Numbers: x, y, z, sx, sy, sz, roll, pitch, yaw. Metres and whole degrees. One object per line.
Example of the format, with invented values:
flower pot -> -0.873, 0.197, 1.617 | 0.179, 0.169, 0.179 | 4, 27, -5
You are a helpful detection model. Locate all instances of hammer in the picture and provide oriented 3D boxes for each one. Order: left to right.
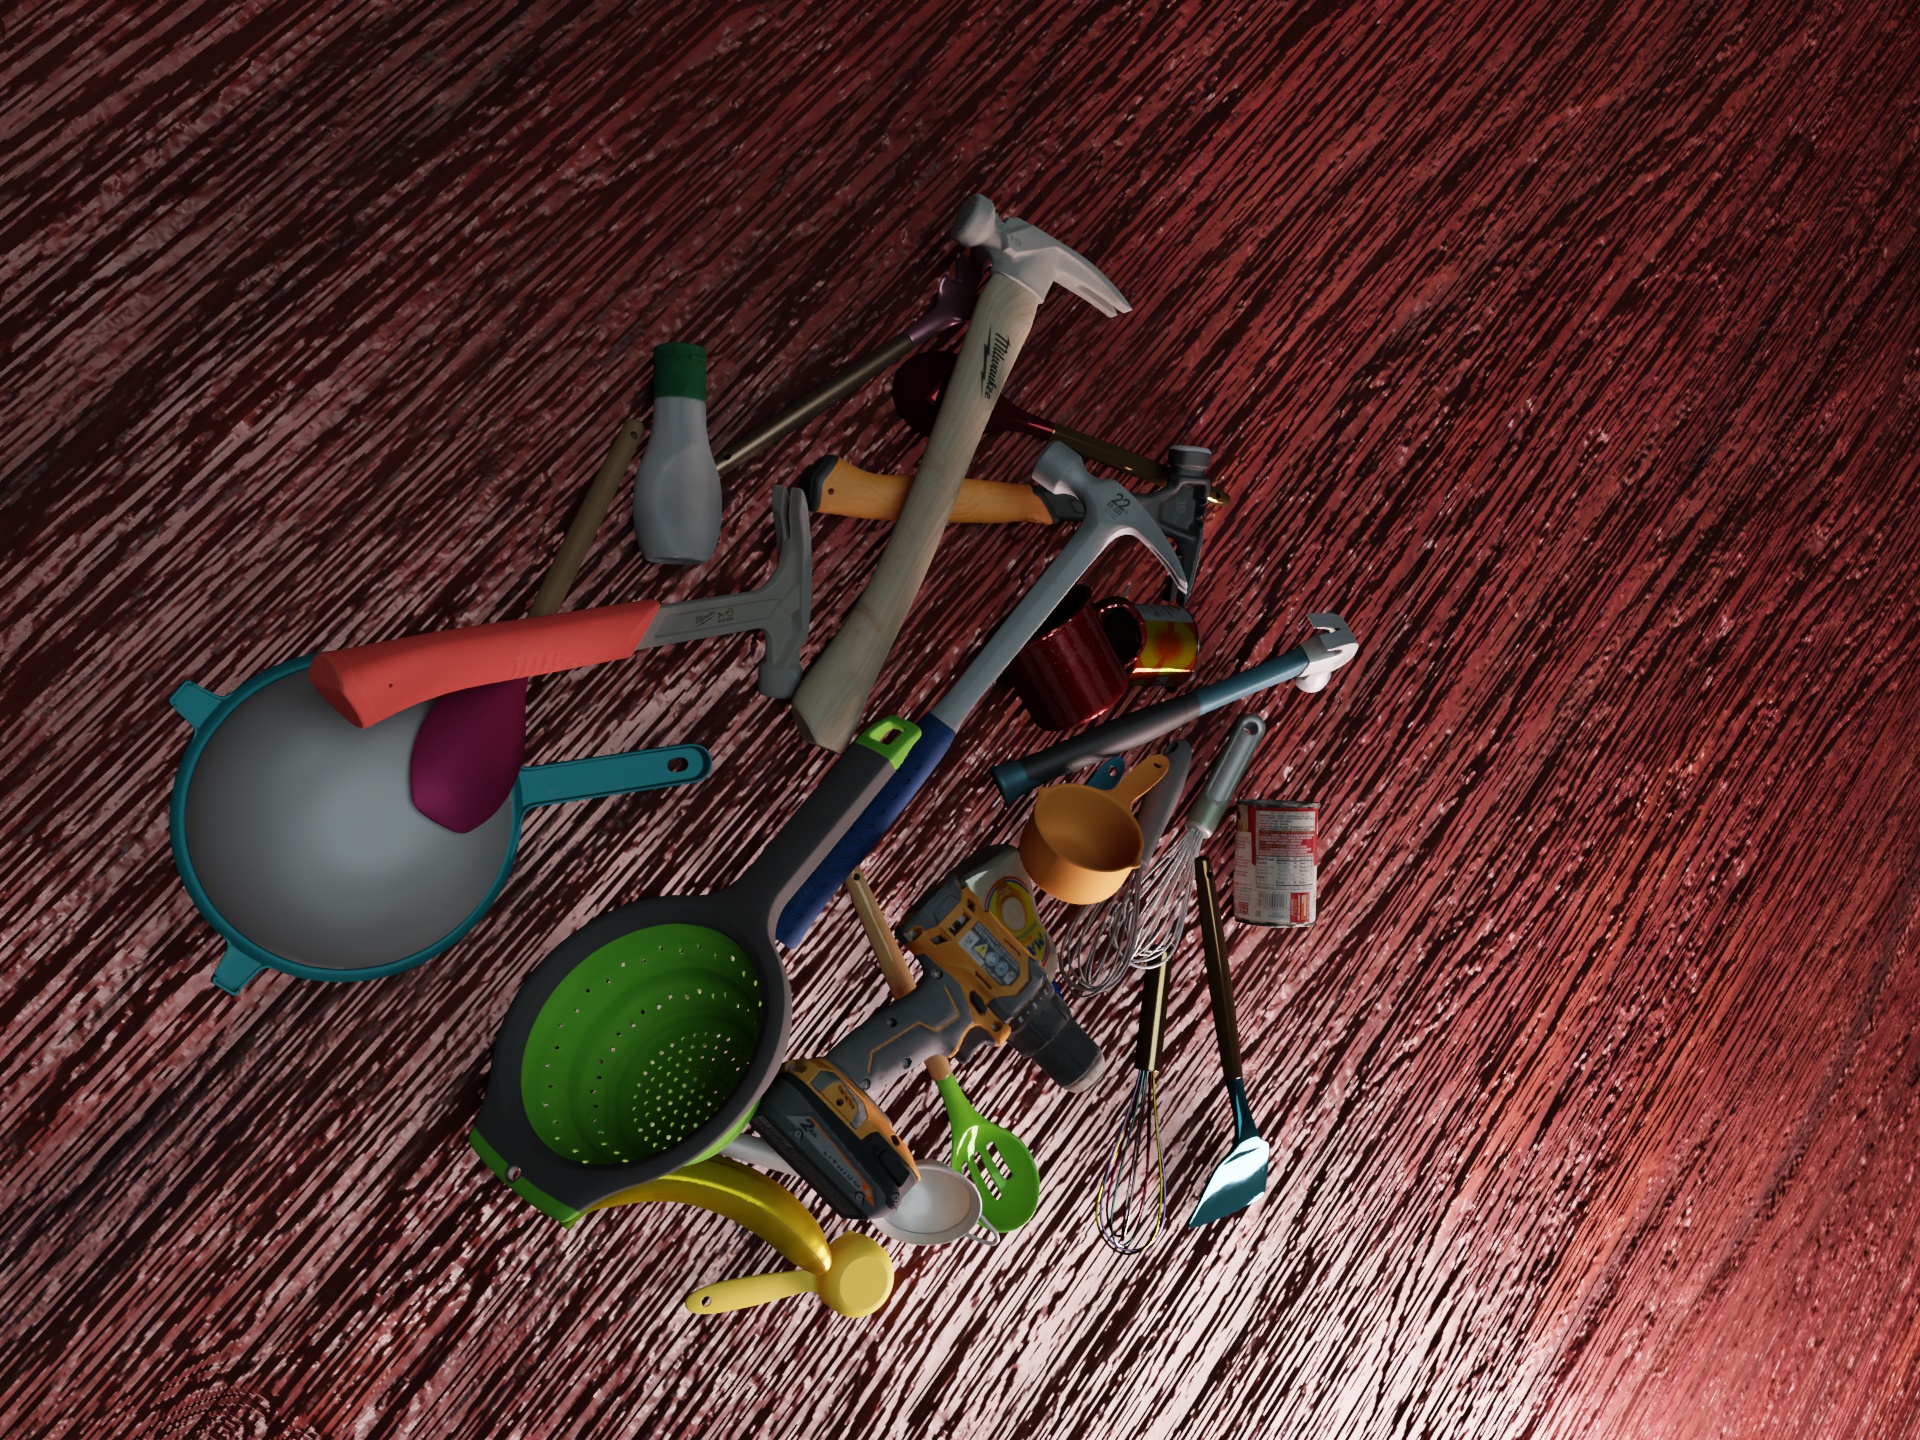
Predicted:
hammer -> -0.231, -0.062, 0.999 | 0.359, 0.037, 0.149 | -15, 112, -48
hammer -> -0.010, -0.165, 1.152 | 0.146, 0.038, 0.411 | 26, 83, -23
hammer -> -0.002, -0.004, 1.136 | 0.144, 0.035, 0.405 | 38, 88, 12
hammer -> 0.040, -0.158, 1.218 | 0.336, 0.034, 0.127 | 1, 103, -25
hammer -> 0.172, -0.007, 1.259 | 0.331, 0.128, 0.033 | -22, 73, -16

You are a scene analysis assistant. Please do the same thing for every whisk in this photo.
whisk -> 0.136, 0.112, 1.254 | 0.055, 0.055, 0.239 | 39, 60, -22
whisk -> 0.143, 0.302, 1.274 | 0.051, 0.047, 0.245 | 16, 78, -39
whisk -> 0.190, 0.095, 1.297 | 0.058, 0.059, 0.246 | 29, 70, 4

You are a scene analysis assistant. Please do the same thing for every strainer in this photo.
strainer -> -0.310, 0.051, 1.004 | 0.340, 0.095, 0.211 | -9, 94, -26
strainer -> -0.086, 0.327, 1.152 | 0.258, 0.050, 0.087 | 22, 119, -21

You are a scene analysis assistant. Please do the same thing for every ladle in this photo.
ladle -> 0.090, -0.219, 1.257 | 0.315, 0.031, 0.069 | 15, 84, -29

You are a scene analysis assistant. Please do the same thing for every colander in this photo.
colander -> -0.145, 0.165, 1.069 | 0.397, 0.205, 0.094 | -51, 142, -20

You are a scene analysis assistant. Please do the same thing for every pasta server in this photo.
pasta server -> -0.059, -0.271, 1.172 | 0.316, 0.040, 0.060 | -39, 75, -21

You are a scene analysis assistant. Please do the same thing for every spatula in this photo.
spatula -> 0.210, 0.262, 1.292 | 0.082, 0.044, 0.317 | -13, 100, -28

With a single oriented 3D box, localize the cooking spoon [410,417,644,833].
cooking spoon -> -0.267, -0.072, 1.021 | 0.068, 0.017, 0.319 | 37, 56, -31

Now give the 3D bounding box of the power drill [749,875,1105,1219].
power drill -> -0.016, 0.248, 1.124 | 0.185, 0.084, 0.226 | 46, 64, -3

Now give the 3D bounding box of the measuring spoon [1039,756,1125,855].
measuring spoon -> 0.091, 0.076, 1.263 | 0.042, 0.021, 0.129 | 44, 61, -5

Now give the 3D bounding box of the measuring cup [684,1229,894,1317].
measuring cup -> -0.119, 0.407, 1.138 | 0.156, 0.029, 0.062 | 0, 90, -29

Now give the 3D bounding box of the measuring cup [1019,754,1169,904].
measuring cup -> 0.111, 0.079, 1.231 | 0.095, 0.052, 0.173 | 37, 40, 15

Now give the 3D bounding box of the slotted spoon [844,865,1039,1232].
slotted spoon -> -0.022, 0.243, 1.194 | 0.070, 0.031, 0.313 | -28, 101, -25
